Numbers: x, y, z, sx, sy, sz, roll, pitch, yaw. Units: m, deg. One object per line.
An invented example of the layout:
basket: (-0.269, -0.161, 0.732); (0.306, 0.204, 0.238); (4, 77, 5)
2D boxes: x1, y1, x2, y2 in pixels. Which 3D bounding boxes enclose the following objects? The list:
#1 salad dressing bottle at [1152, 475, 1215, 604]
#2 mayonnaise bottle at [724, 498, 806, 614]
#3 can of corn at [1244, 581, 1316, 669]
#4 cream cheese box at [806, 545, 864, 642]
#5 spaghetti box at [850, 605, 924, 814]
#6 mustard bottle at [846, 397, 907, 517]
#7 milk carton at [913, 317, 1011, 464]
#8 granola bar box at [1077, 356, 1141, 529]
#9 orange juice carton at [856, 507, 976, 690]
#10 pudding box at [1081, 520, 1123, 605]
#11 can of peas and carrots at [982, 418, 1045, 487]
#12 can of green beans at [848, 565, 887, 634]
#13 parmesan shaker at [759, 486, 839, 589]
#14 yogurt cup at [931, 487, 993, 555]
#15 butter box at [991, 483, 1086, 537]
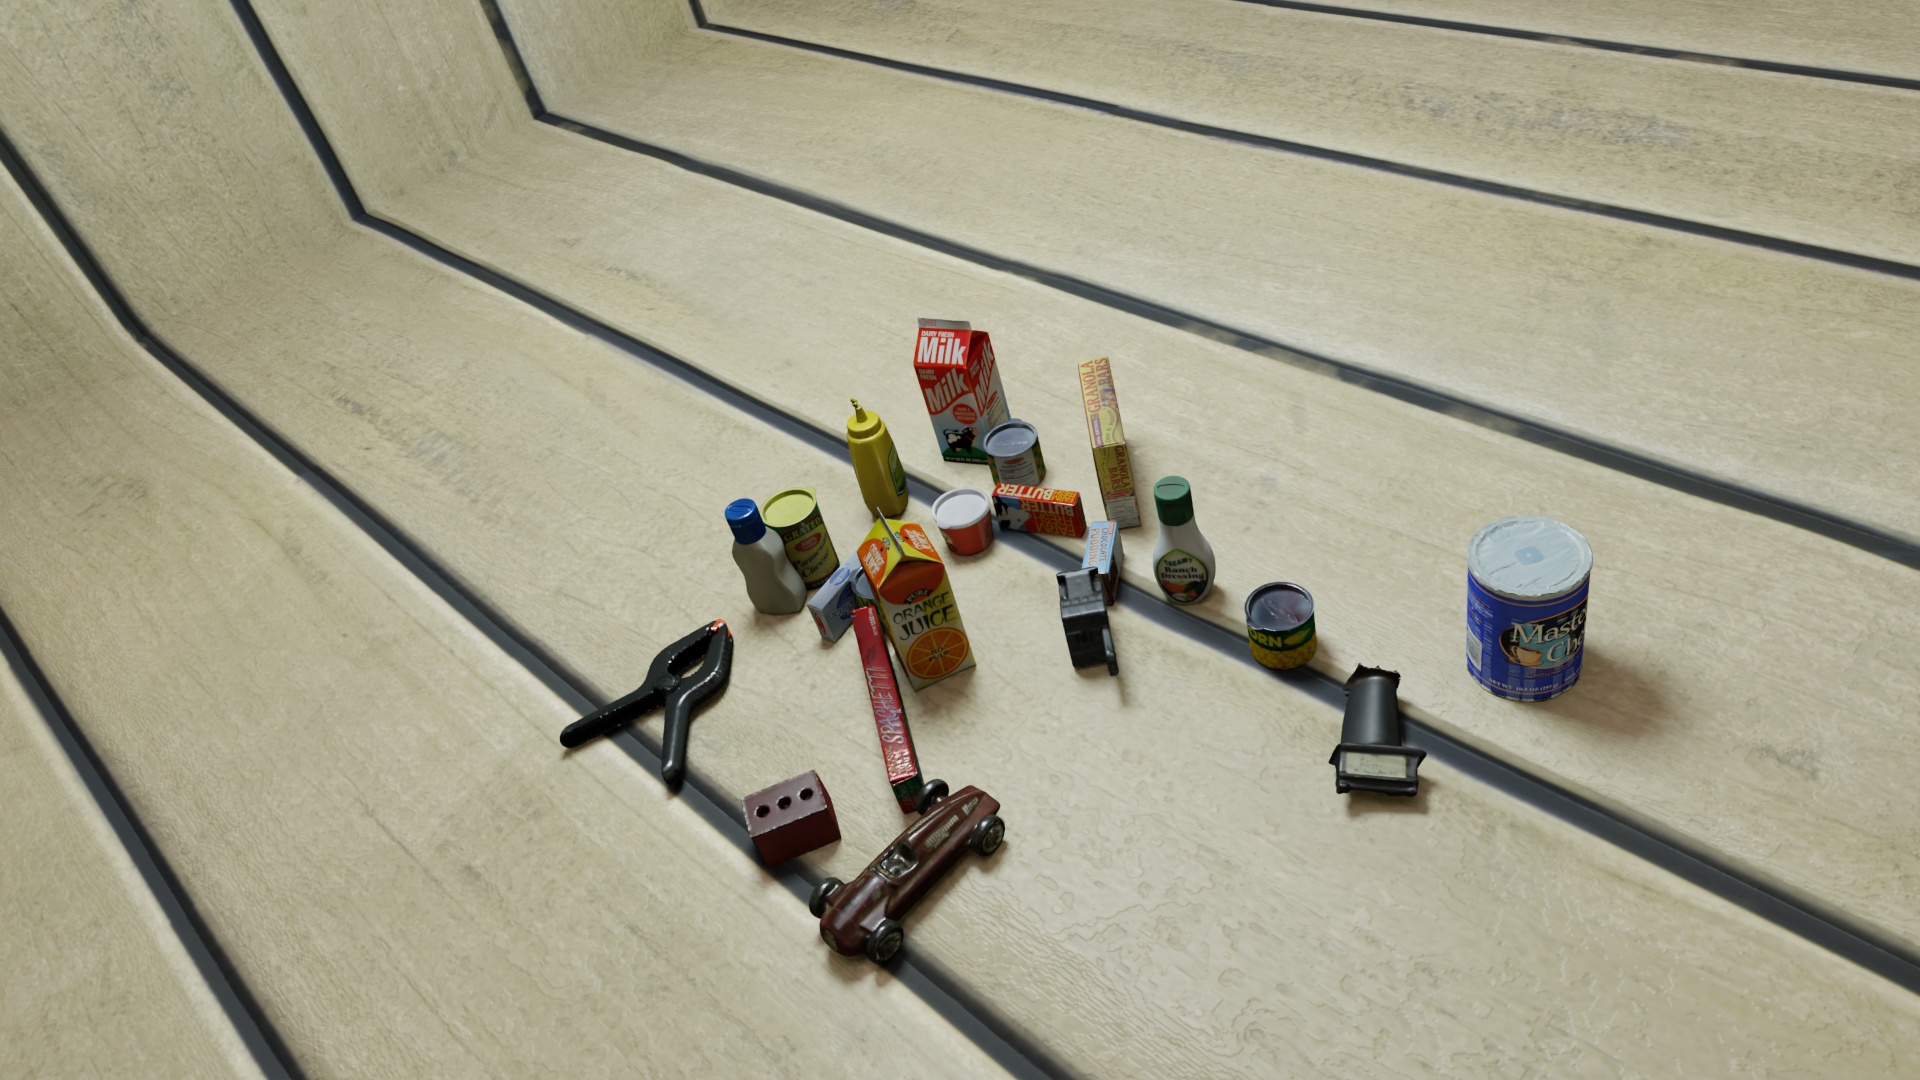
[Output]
salad dressing bottle: (0.224, 0.000, 1.414); (0.064, 0.147, 0.044); (0, 43, 19)
mayonnaise bottle: (-0.221, 0.019, 1.545); (0.065, 0.147, 0.041); (0, 43, 20)
can of corn: (0.312, 0.085, 1.357); (0.071, 0.058, 0.071); (-10, 41, 9)
cream cheese box: (-0.125, 0.058, 1.540); (0.024, 0.053, 0.104); (15, 49, 32)
spaghetti box: (-0.074, 0.165, 1.404); (0.029, 0.050, 0.251); (-18, 40, -1)
mustard bottle: (-0.102, -0.102, 1.631); (0.049, 0.159, 0.066); (-5, 42, 13)
milk carton: (0.001, -0.187, 1.669); (0.072, 0.189, 0.074); (7, 46, 26)
granola bar box: (0.168, -0.111, 1.577); (0.039, 0.123, 0.166); (-11, 41, 7)
orange juice carton: (-0.049, 0.055, 1.410); (0.073, 0.191, 0.072); (-23, 41, -7)
pudding box: (0.152, 0.024, 1.487); (0.030, 0.049, 0.084); (-2, 43, 17)
can of peas and carrots: (0.065, -0.101, 1.651); (0.071, 0.058, 0.071); (-10, 41, 9)
can of green beans: (-0.080, 0.060, 1.519); (0.071, 0.057, 0.071); (-10, 41, 9)
parmesan shaker: (-0.180, -0.002, 1.589); (0.071, 0.102, 0.072); (-10, 41, 9)
yogurt cup: (0.006, -0.020, 1.583); (0.072, 0.053, 0.073); (-10, 41, 9)
butter box: (0.089, -0.034, 1.572); (0.103, 0.053, 0.024); (7, 46, 26)
